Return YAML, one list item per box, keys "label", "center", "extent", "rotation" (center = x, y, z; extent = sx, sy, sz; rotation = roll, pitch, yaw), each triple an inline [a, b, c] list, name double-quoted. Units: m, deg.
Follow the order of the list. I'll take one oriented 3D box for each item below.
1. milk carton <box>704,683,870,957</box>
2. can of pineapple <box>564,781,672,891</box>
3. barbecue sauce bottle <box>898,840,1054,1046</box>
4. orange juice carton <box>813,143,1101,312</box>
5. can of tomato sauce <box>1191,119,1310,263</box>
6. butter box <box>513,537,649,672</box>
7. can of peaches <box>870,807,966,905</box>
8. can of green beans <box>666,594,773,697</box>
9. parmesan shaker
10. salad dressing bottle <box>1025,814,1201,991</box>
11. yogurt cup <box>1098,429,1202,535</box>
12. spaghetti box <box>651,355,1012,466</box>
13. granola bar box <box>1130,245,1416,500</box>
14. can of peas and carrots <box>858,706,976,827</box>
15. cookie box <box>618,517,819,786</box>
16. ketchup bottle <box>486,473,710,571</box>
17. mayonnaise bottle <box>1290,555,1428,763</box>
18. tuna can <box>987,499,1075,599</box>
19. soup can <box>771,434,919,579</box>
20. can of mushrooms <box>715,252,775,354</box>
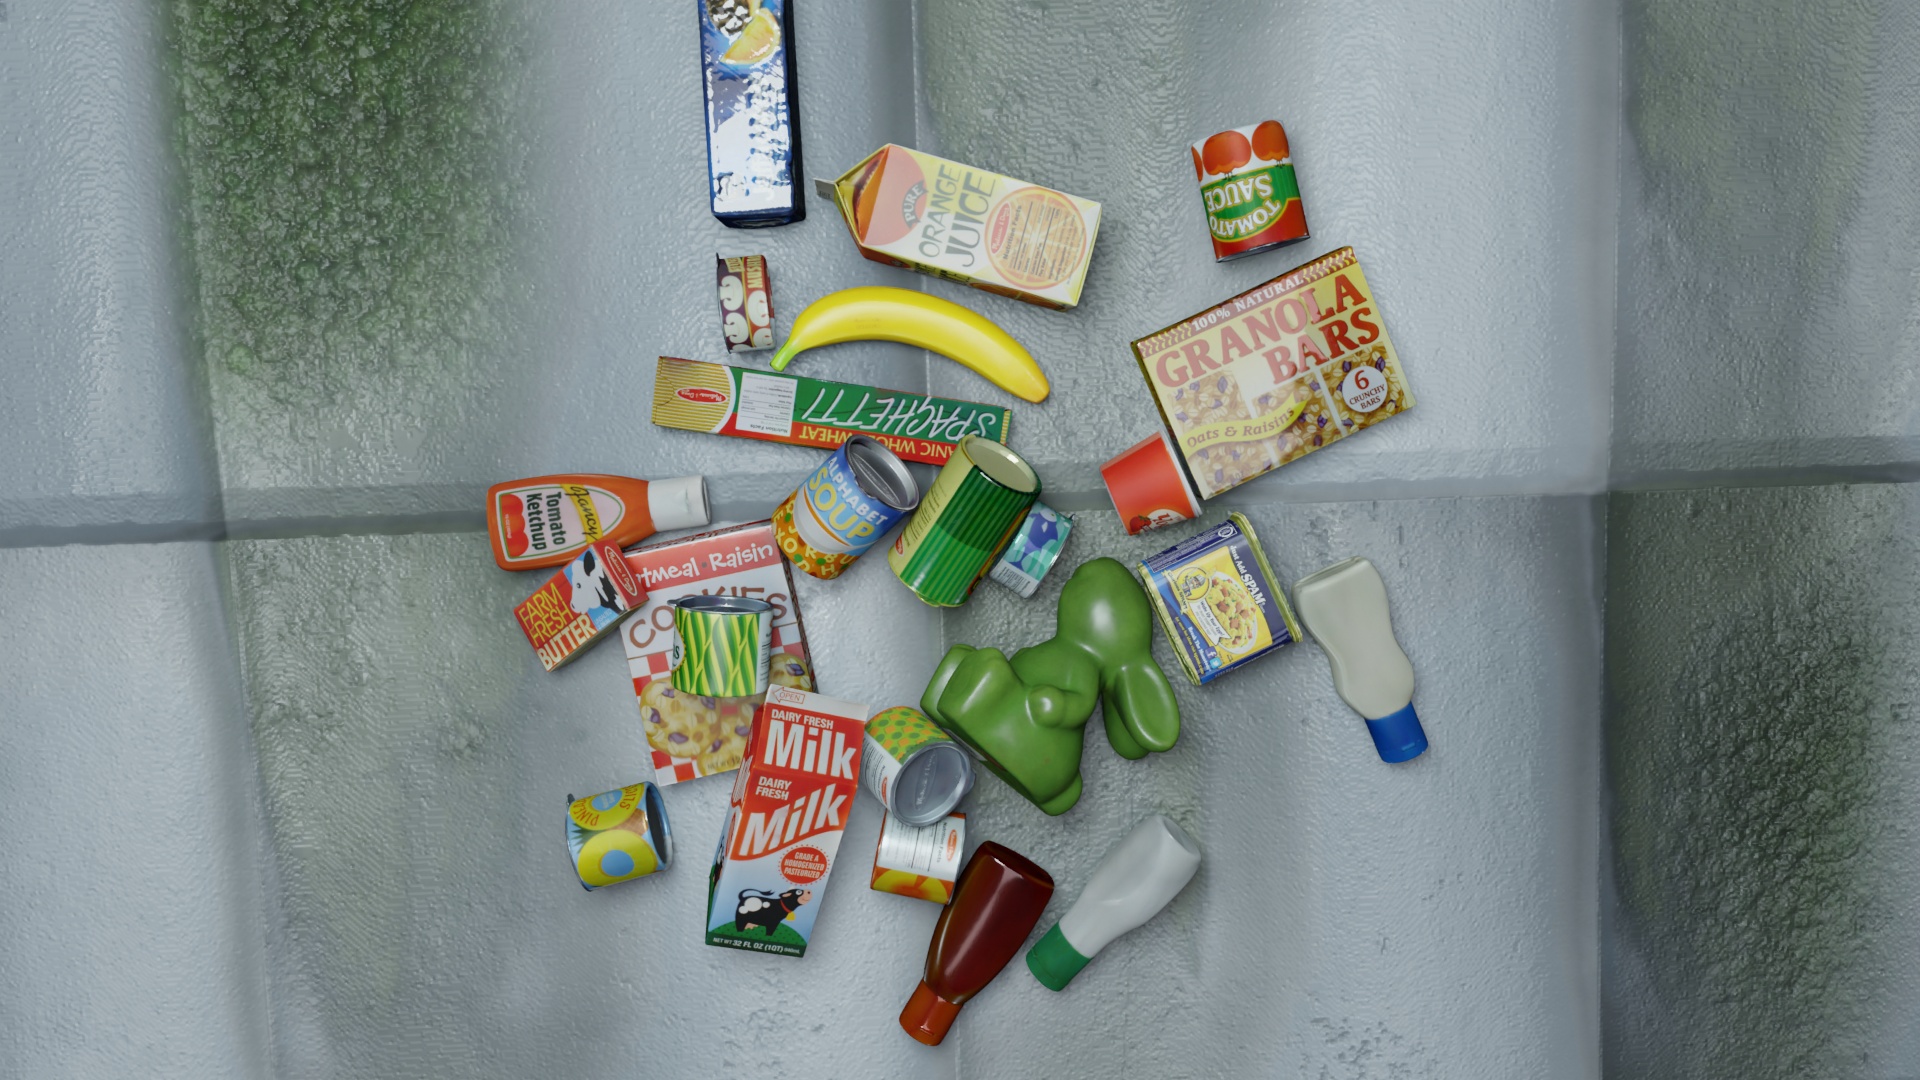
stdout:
- label: "milk carton"
  center: [-0.120, 0.186, 0.956]
  extent: [0.072, 0.074, 0.189]
  rotation: [13, 112, -14]
- label: "can of pineapple"
  center: [-0.242, 0.208, 0.986]
  extent: [0.058, 0.071, 0.071]
  rotation: [-15, 96, -2]
- label: "barbecue sauce bottle"
  center: [0.007, 0.297, 1.016]
  extent: [0.065, 0.044, 0.148]
  rotation: [30, 94, -6]
- label: "orange juice carton"
  center: [-0.007, -0.218, 0.957]
  extent: [0.193, 0.072, 0.073]
  rotation: [15, 94, -4]
- label: "can of tomato sauce"
  center: [0.200, -0.242, 0.964]
  extent: [0.071, 0.071, 0.083]
  rotation: [-14, 95, -1]
- label: "butter box"
  center: [-0.265, 0.046, 0.965]
  extent: [0.103, 0.024, 0.053]
  rotation: [-34, 84, 32]
- label: "can of peaches"
  center: [-0.031, 0.224, 0.998]
  extent: [0.058, 0.071, 0.071]
  rotation: [12, 95, -3]
- label: "can of green beans"
  center: [-0.161, 0.071, 0.937]
  extent: [0.071, 0.071, 0.057]
  rotation: [4, 97, -3]
- label: "parmesan shaker"
  center: [0.003, -0.012, 0.958]
  extent: [0.071, 0.071, 0.102]
  rotation: [32, 116, -5]
- label: "salad dressing bottle"
  center: [0.109, 0.266, 1.011]
  extent: [0.044, 0.064, 0.147]
  rotation: [39, 101, -21]
- label: "yogurt cup"
  center: [0.133, -0.038, 0.983]
  extent: [0.054, 0.072, 0.072]
  rotation: [-24, 96, 8]
- label: "spaghetti box"
  center: [-0.090, -0.088, 0.986]
  extent: [0.250, 0.029, 0.050]
  rotation: [8, 94, -3]
- label: "granola bar box"
  center: [0.221, -0.119, 0.990]
  extent: [0.165, 0.039, 0.124]
  rotation: [-24, 96, 0]
- label: "can of peas and carrots"
  center: [-0.033, 0.157, 0.976]
  extent: [0.071, 0.059, 0.070]
  rotation: [-16, 120, -30]
- label: "cookie box"
  center: [-0.173, 0.078, 0.992]
  extent: [0.123, 0.040, 0.167]
  rotation: [-12, 96, -1]
- label: "ketchup bottle"
  center: [-0.253, -0.019, 0.978]
  extent: [0.149, 0.043, 0.064]
  rotation: [-8, 89, -2]
- label: "mayonnaise bottle"
  center: [0.296, 0.089, 1.011]
  extent: [0.065, 0.041, 0.148]
  rotation: [-24, 97, 2]
- label: "tuna can"
  center: [0.050, 0.003, 0.981]
  extent: [0.033, 0.071, 0.071]
  rotation: [31, 93, -4]
- label: "soup can"
  center: [-0.081, -0.022, 0.957]
  extent: [0.071, 0.071, 0.083]
  rotation: [46, 116, -5]
- label: "can of mushrooms"
  center: [-0.148, -0.165, 0.957]
  extent: [0.033, 0.071, 0.071]
  rotation: [-6, 95, -2]
